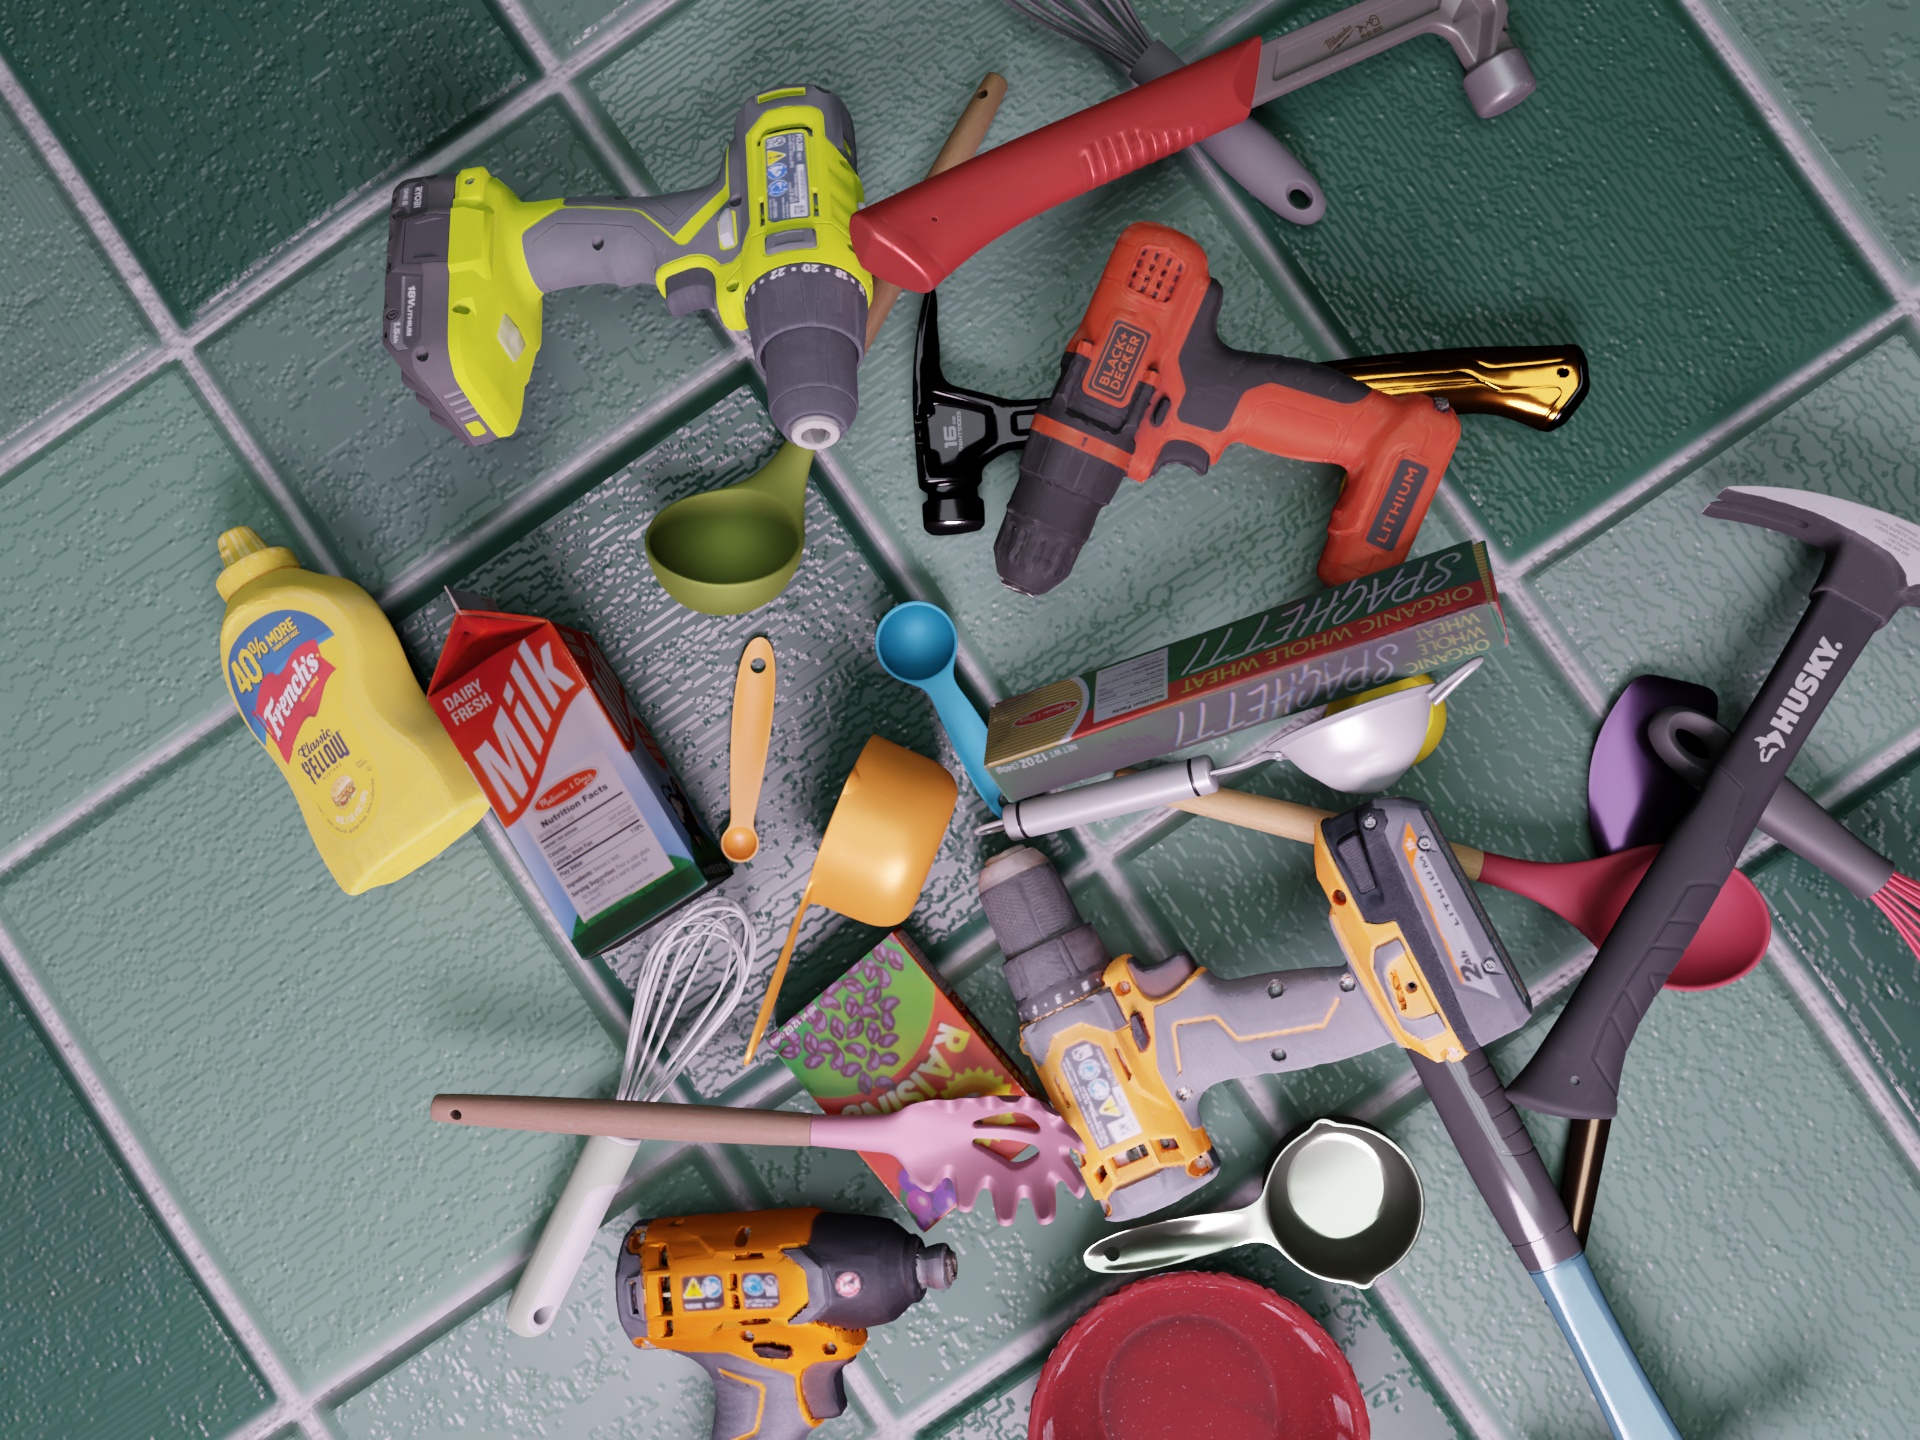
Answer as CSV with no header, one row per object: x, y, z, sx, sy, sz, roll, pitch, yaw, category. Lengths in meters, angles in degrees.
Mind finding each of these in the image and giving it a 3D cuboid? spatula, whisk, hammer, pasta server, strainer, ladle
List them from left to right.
-0.167,0.200,0.797,0.059,0.057,0.246,29,94,38,whisk
-0.099,0.196,0.756,0.316,0.040,0.060,3,99,4,pasta server
-0.059,-0.195,0.805,0.078,0.062,0.320,27,86,20,ladle
0.097,-0.338,0.810,0.239,0.055,0.055,43,90,-1,whisk
0.105,-0.305,0.767,0.359,0.036,0.149,-28,88,-14,hammer
0.125,0.026,0.760,0.258,0.086,0.050,-15,79,21,strainer
0.143,-0.168,0.804,0.337,0.034,0.127,-4,88,3,hammer
0.229,0.067,0.783,0.315,0.031,0.069,14,85,9,ladle
0.279,0.244,0.761,0.128,0.033,0.331,-28,80,9,hammer
0.323,0.133,0.788,0.060,0.018,0.316,11,87,0,spatula
0.351,0.040,0.741,0.146,0.035,0.335,33,82,12,hammer
0.456,0.088,0.762,0.296,0.073,0.073,38,90,7,whisk

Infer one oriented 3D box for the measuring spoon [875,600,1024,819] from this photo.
-0.001,-0.003,0.815,0.042,0.021,0.128,-29,95,1,measuring spoon

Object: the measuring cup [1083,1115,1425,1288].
0.143,0.244,0.785,0.167,0.038,0.083,-16,87,8,measuring cup

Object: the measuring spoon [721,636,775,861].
-0.108,0.015,0.821,0.021,0.011,0.117,5,84,1,measuring spoon

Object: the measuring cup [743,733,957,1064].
-0.049,0.091,0.755,0.052,0.095,0.174,20,62,1,measuring cup

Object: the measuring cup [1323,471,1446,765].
0.208,-0.052,0.796,0.062,0.029,0.156,-6,87,3,measuring cup

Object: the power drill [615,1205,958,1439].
-0.072,0.348,0.760,0.164,0.084,0.226,-8,84,12,power drill

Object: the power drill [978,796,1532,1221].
0.127,0.111,0.755,0.226,0.084,0.185,-29,79,17,power drill

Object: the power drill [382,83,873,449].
-0.154,-0.205,0.773,0.228,0.080,0.191,-8,66,6,power drill
